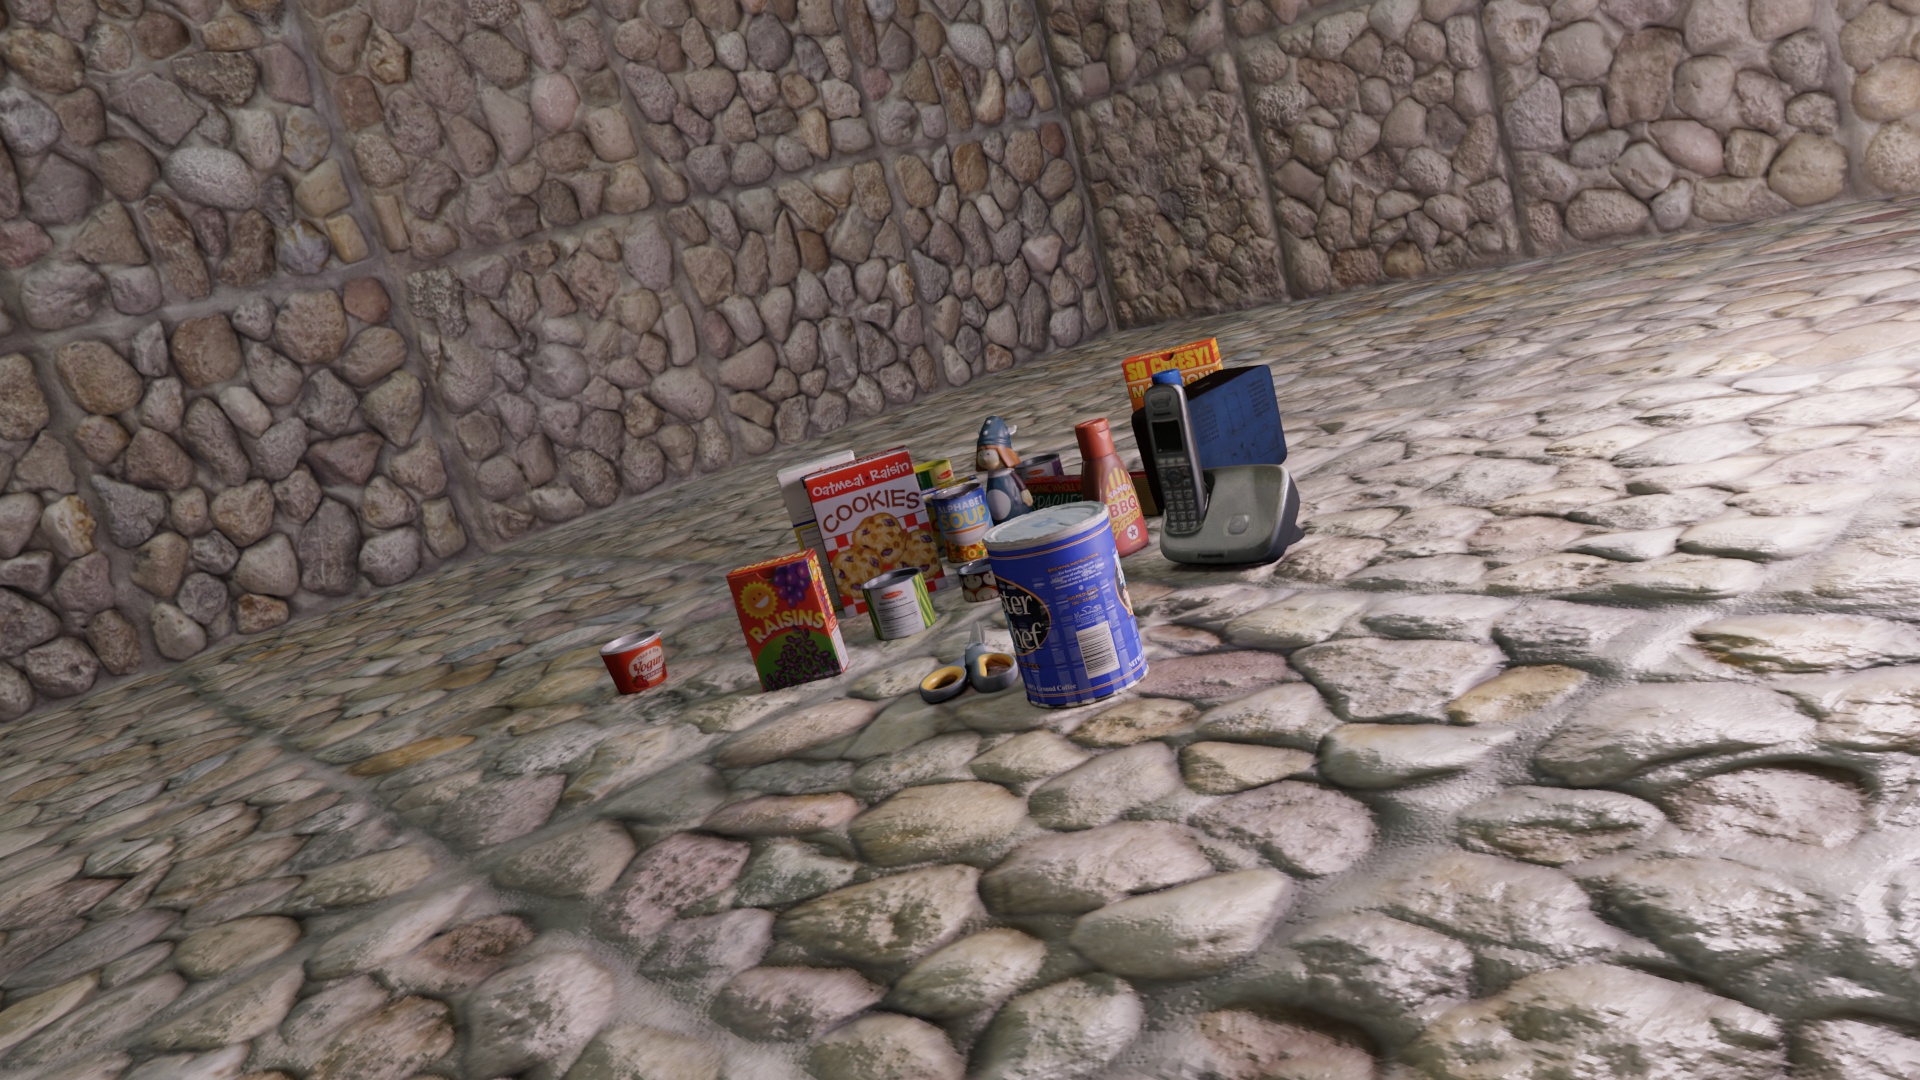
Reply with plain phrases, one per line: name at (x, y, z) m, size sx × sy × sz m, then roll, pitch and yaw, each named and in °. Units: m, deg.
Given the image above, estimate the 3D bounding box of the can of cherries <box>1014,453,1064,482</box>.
can of cherries at (0.113, -0.084, 1.927) m, size 0.071 × 0.058 × 0.071 m, roll -15°, pitch 11°, yaw 3°

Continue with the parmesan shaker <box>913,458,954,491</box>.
parmesan shaker at (-0.035, -0.049, 1.844) m, size 0.071 × 0.103 × 0.071 m, roll -15°, pitch 11°, yaw 3°

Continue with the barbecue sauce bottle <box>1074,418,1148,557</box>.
barbecue sauce bottle at (0.159, -0.057, 1.507) m, size 0.065 × 0.148 × 0.043 m, roll -24°, pitch 13°, yaw -36°

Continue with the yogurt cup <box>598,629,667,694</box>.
yogurt cup at (-0.357, 0.134, 1.527) m, size 0.072 × 0.054 × 0.072 m, roll -15°, pitch 11°, yaw 3°

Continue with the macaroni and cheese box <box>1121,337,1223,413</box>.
macaroni and cheese box at (0.292, -0.170, 1.820) m, size 0.123 × 0.166 × 0.040 m, roll -11°, pitch 12°, yaw 22°

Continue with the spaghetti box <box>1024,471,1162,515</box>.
spaghetti box at (0.165, -0.057, 1.745) m, size 0.029 × 0.050 × 0.250 m, roll -23°, pitch 14°, yaw -34°

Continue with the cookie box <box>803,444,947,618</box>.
cookie box at (-0.097, -0.011, 1.583) m, size 0.123 × 0.167 × 0.040 m, roll -17°, pitch 11°, yaw -5°

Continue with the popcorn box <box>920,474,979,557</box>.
popcorn box at (-0.028, -0.024, 1.761) m, size 0.127 × 0.085 × 0.038 m, roll -17°, pitch 11°, yaw -8°

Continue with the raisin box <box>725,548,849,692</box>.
raisin box at (-0.169, 0.078, 1.364) m, size 0.086 × 0.123 × 0.040 m, roll -14°, pitch 11°, yaw 10°

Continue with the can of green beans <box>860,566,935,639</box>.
can of green beans at (-0.065, 0.066, 1.450) m, size 0.071 × 0.057 × 0.071 m, roll -15°, pitch 11°, yaw 3°

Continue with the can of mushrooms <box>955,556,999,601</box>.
can of mushrooms at (0.030, 0.040, 1.506) m, size 0.071 × 0.033 × 0.071 m, roll -15°, pitch 11°, yaw 3°

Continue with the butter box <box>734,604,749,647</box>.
butter box at (-0.199, 0.084, 1.554) m, size 0.103 × 0.053 × 0.024 m, roll -11°, pitch 12°, yaw 23°

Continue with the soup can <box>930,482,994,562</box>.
soup can at (0.006, -0.021, 1.706) m, size 0.071 × 0.083 × 0.071 m, roll -15°, pitch 11°, yaw 3°

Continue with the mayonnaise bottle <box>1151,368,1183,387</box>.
mayonnaise bottle at (0.275, -0.141, 1.754) m, size 0.041 × 0.147 × 0.064 m, roll -25°, pitch 14°, yaw -40°
